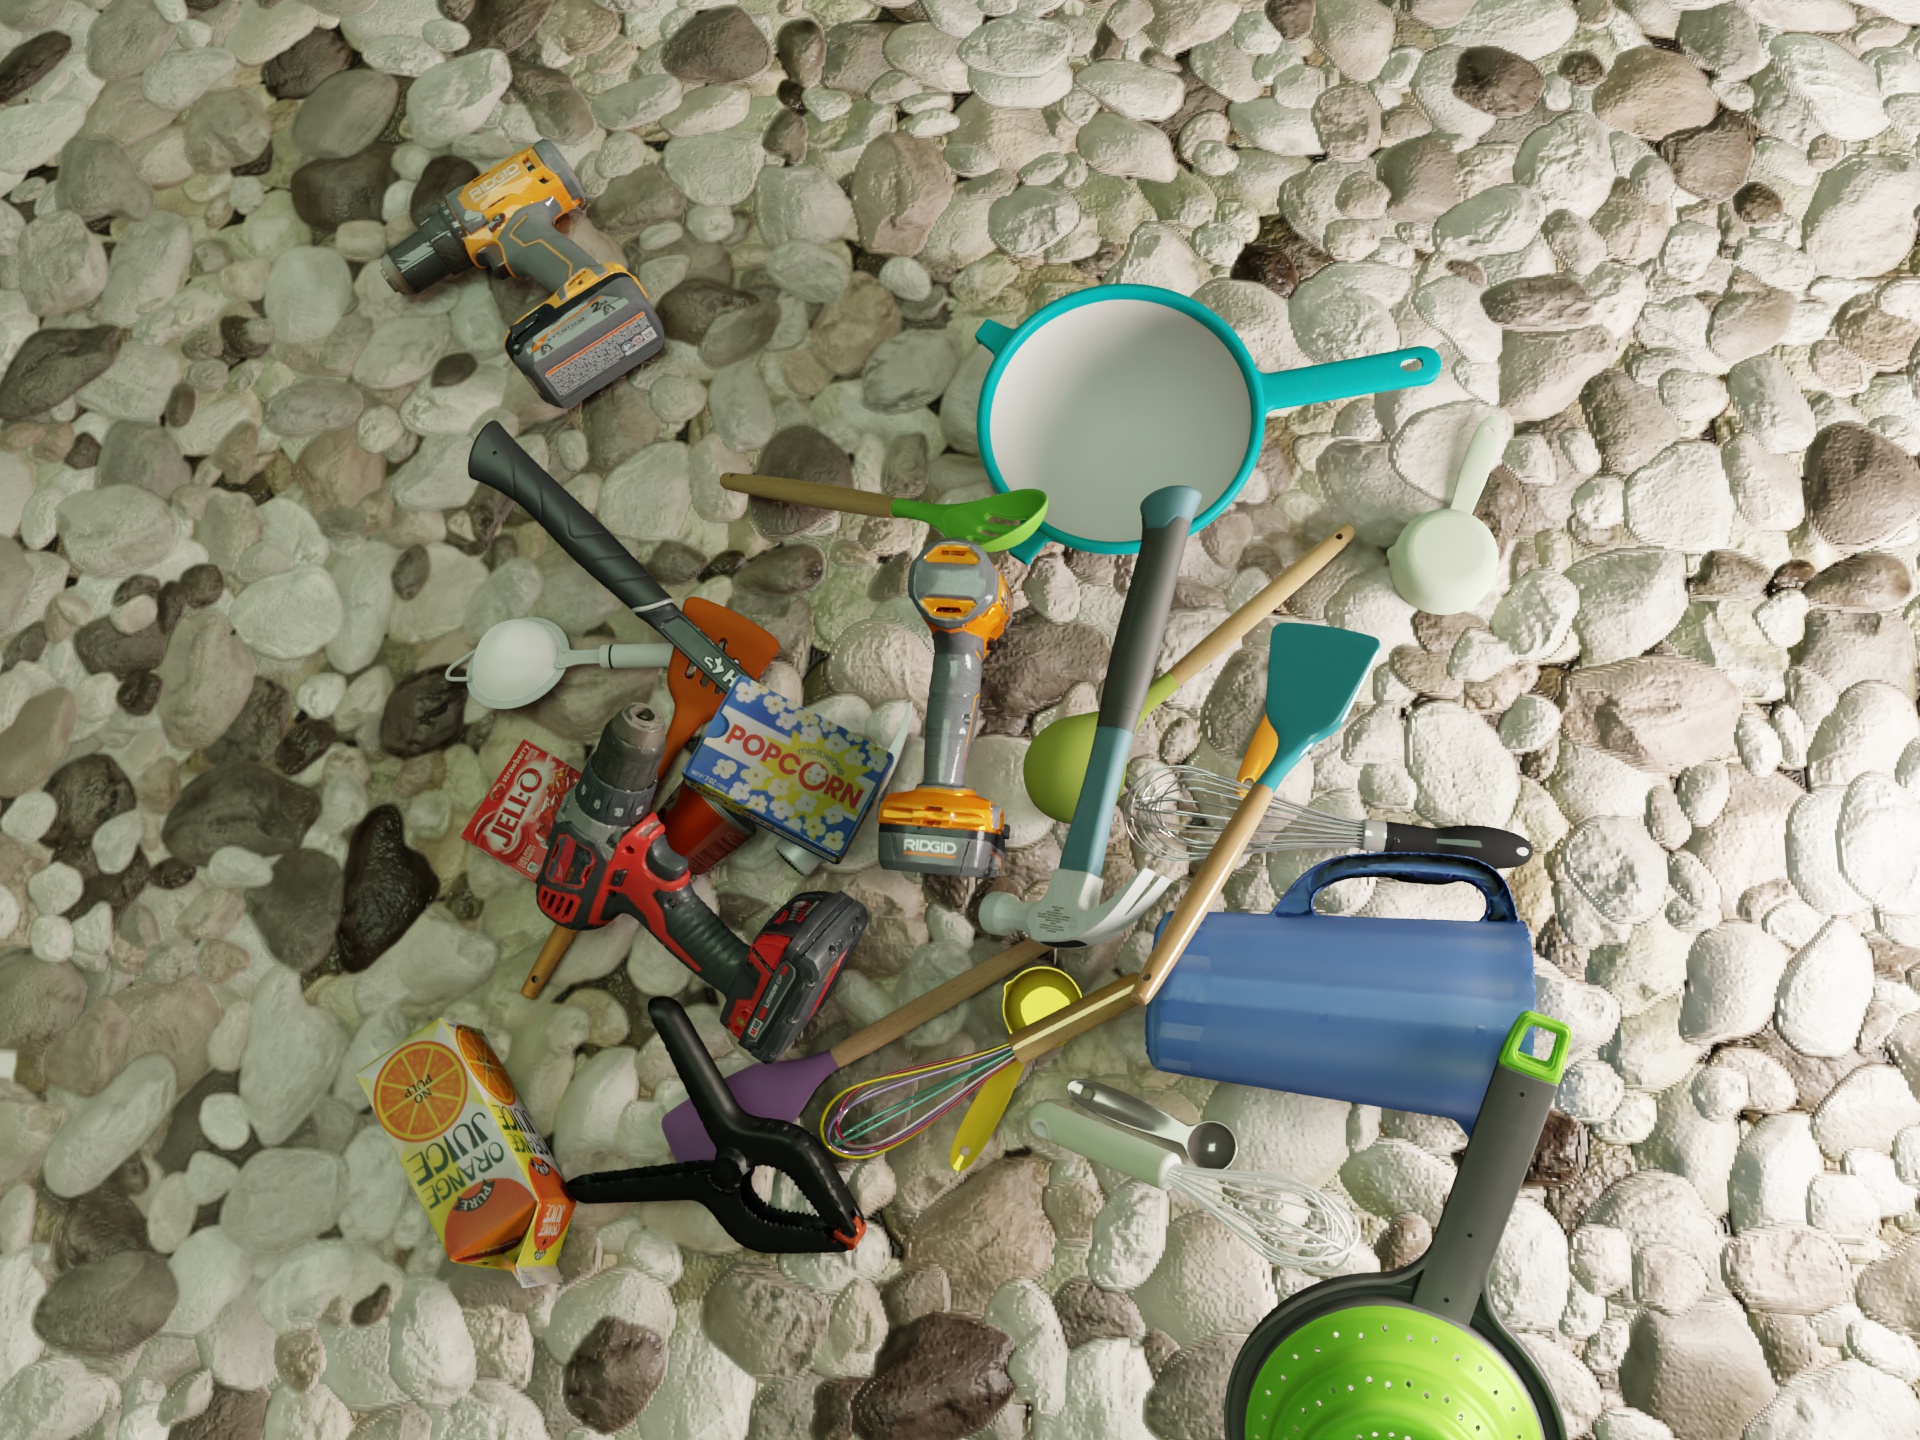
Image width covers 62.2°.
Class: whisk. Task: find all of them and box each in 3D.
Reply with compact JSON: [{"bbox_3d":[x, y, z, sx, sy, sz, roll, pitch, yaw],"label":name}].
[{"bbox_3d":[0.015,0.231,1.078,0.245,0.051,0.047,-27,73,1],"label":"whisk"},{"bbox_3d":[0.141,0.292,1.019,0.246,0.057,0.059,12,29,41],"label":"whisk"},{"bbox_3d":[0.256,0.078,1.116,0.284,0.070,0.070,6,73,4],"label":"whisk"}]

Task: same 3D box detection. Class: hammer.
[{"bbox_3d":[-0.211,-0.076,1.184,0.409,0.036,0.149,43,82,3],"label":"hammer"},{"bbox_3d":[0.107,-0.006,1.087,0.128,0.033,0.331,5,74,41],"label":"hammer"}]

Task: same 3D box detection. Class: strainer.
[{"bbox_3d":[-0.283,-0.052,1.239,0.258,0.050,0.087,-1,58,4],"label":"strainer"},{"bbox_3d":[0.184,-0.225,1.200,0.340,0.095,0.211,-9,77,4],"label":"strainer"}]

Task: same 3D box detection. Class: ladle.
[{"bbox_3d":[0.175,-0.041,1.177,0.320,0.062,0.078,-39,70,-13],"label":"ladle"}]

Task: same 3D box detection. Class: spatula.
[{"bbox_3d":[-0.245,0.062,1.193,0.081,0.041,0.323,28,79,0],"label":"spatula"},{"bbox_3d":[0.188,0.058,1.066,0.082,0.044,0.318,13,52,34],"label":"spatula"},{"bbox_3d":[-0.066,0.229,1.127,0.316,0.018,0.060,-30,72,-1],"label":"spatula"}]

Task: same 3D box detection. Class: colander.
[{"bbox_3d":[0.278,0.364,0.926,0.204,0.094,0.397,19,96,15],"label":"colander"}]

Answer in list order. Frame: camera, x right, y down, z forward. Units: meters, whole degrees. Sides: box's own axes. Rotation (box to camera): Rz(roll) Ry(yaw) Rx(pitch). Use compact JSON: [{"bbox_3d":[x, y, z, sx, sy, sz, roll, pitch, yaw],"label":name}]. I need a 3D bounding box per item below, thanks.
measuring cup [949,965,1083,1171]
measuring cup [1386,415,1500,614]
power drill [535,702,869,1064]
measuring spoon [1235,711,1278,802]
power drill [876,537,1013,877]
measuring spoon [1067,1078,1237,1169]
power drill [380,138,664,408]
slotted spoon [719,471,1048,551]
[{"bbox_3d":[0.035,0.243,1.110,0.062,0.029,0.156,29,90,12],"label":"measuring cup"},{"bbox_3d":[0.374,-0.160,1.183,0.083,0.038,0.168,19,78,13],"label":"measuring cup"},{"bbox_3d":[-0.180,0.108,1.094,0.227,0.080,0.187,33,122,8],"label":"power drill"},{"bbox_3d":[0.227,0.007,1.163,0.021,0.011,0.117,22,76,14],"label":"measuring spoon"},{"bbox_3d":[-0.002,-0.004,1.135,0.084,0.164,0.226,4,85,9],"label":"power drill"},{"bbox_3d":[0.131,0.275,1.090,0.124,0.018,0.034,20,75,20],"label":"measuring spoon"},{"bbox_3d":[-0.372,-0.367,1.333,0.185,0.084,0.226,-33,67,-3],"label":"power drill"},{"bbox_3d":[-0.066,-0.164,1.196,0.314,0.031,0.070,14,49,35],"label":"slotted spoon"}]
